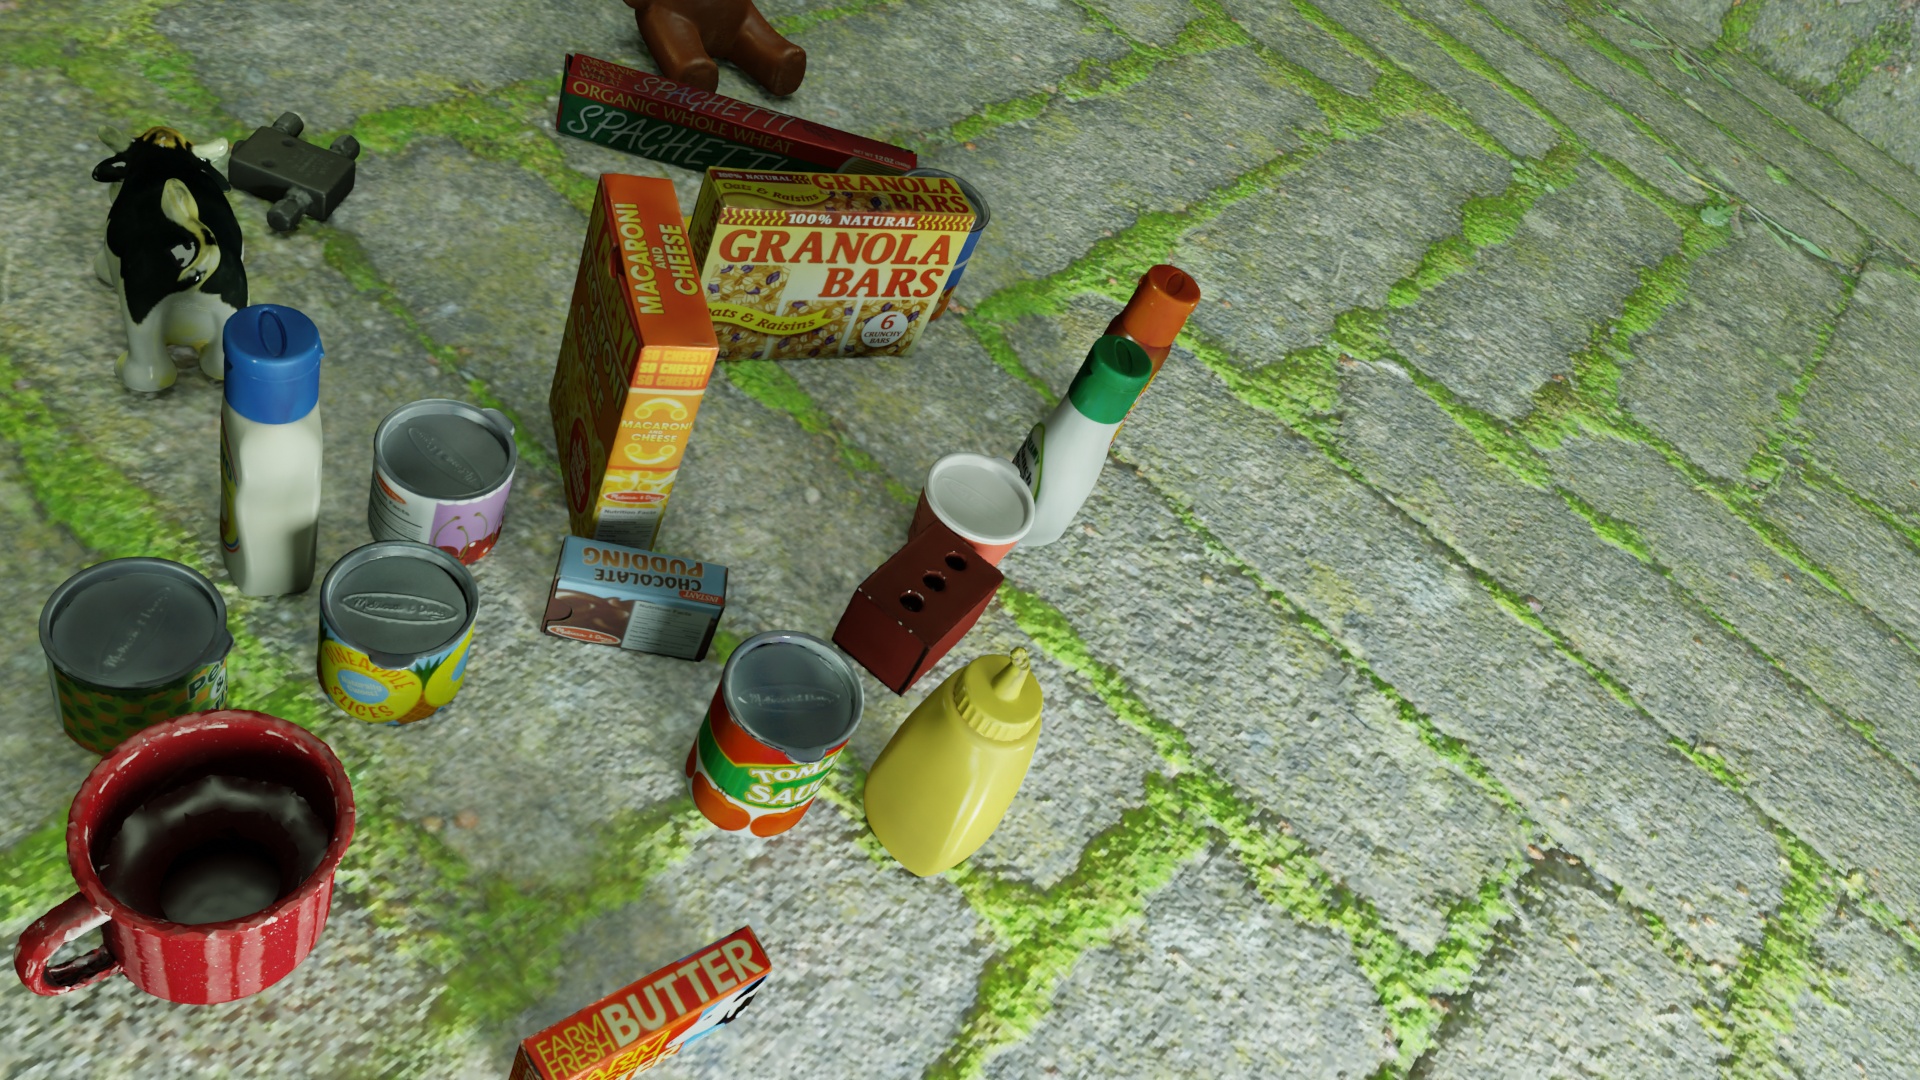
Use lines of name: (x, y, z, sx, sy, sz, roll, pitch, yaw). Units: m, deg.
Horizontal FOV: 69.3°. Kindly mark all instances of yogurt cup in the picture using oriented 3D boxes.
yogurt cup: (0.003, -0.010, 0.816, 0.072, 0.053, 0.073, 14, 47, -15)

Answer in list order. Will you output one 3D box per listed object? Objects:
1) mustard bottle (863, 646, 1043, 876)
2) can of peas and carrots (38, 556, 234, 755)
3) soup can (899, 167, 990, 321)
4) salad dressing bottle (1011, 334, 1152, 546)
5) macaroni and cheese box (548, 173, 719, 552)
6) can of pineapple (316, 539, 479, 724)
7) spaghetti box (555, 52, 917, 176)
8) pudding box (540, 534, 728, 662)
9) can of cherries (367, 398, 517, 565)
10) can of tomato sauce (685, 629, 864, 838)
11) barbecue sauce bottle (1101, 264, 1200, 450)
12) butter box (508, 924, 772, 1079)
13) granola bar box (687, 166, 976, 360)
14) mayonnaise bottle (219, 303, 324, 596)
mustard bottle: (0.003, 0.097, 0.646, 0.049, 0.159, 0.065, -27, 67, -41)
can of peas and carrots: (-0.343, 0.051, 0.585, 0.071, 0.058, 0.071, 14, 47, -15)
soup can: (-0.028, -0.201, 0.949, 0.071, 0.083, 0.072, 14, 47, -15)
salad dressing bottle: (0.065, -0.058, 0.823, 0.044, 0.146, 0.064, 11, 47, -18)
macaroni and cheese box: (-0.173, -0.083, 0.713, 0.040, 0.165, 0.124, -1, 52, -27)
can of pineapple: (-0.258, 0.044, 0.635, 0.071, 0.057, 0.071, 14, 47, -15)
spaghetti box: (-0.156, -0.281, 0.979, 0.250, 0.050, 0.029, 11, 47, -17)
pudding box: (-0.164, 0.030, 0.700, 0.084, 0.049, 0.030, 12, 47, -17)
can of cherries: (-0.258, -0.029, 0.698, 0.071, 0.058, 0.072, 14, 47, -15)
can of tomato sauce: (-0.089, 0.094, 0.657, 0.071, 0.082, 0.071, 14, 47, -15)
barbecue sauce bottle: (0.103, -0.110, 0.887, 0.044, 0.147, 0.065, 31, 45, 2)
butter box: (-0.130, 0.198, 0.566, 0.104, 0.052, 0.024, -19, 62, -38)
granola bar box: (-0.089, -0.169, 0.861, 0.166, 0.123, 0.039, -6, 55, -31)
mayonnaise bottle: (-0.308, -0.040, 0.620, 0.041, 0.147, 0.065, -8, 56, -32)
